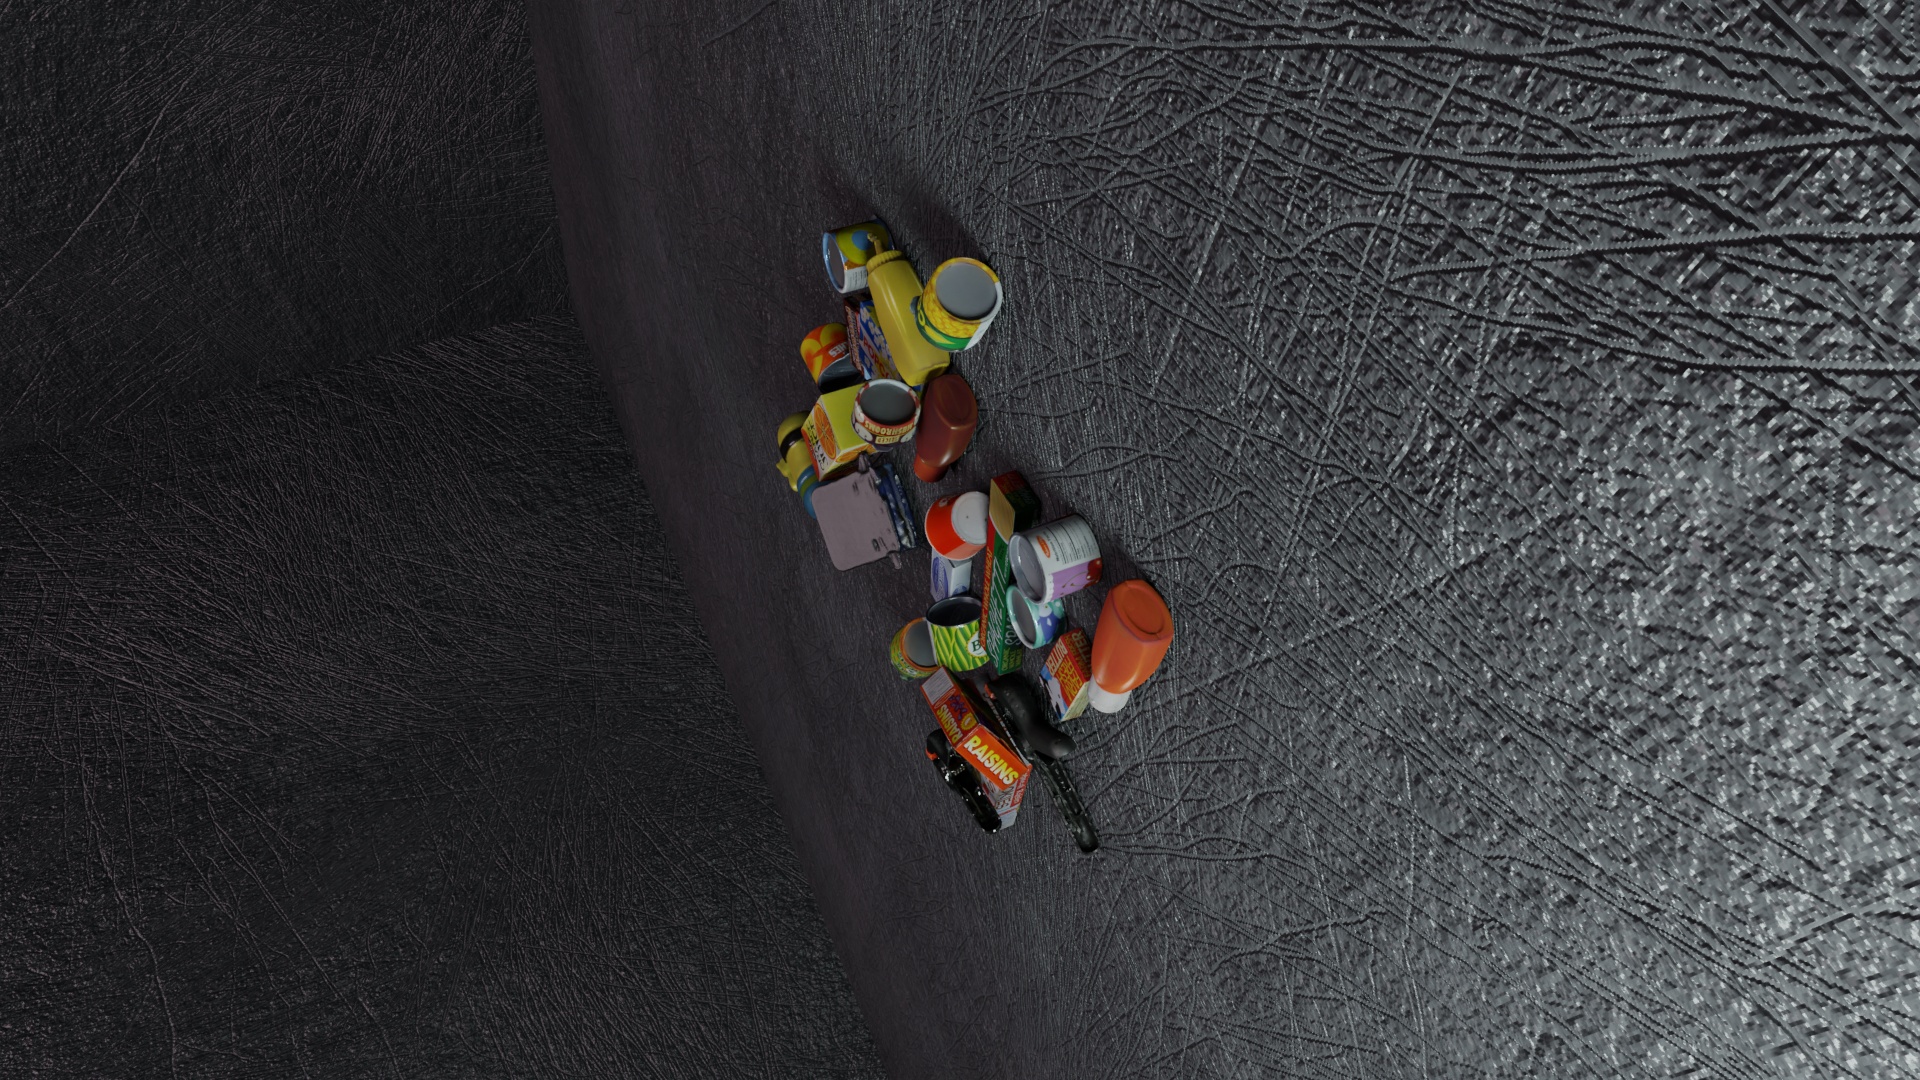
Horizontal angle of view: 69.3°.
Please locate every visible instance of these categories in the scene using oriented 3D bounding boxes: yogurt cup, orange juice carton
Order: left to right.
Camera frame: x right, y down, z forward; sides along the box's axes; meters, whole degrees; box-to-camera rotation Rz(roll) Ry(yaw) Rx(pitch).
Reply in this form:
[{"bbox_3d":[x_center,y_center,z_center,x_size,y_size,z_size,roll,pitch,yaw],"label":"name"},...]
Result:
[{"bbox_3d":[-0.140,-0.125,1.666,0.072,0.073,0.192,70,161,5],"label":"orange juice carton"},{"bbox_3d":[0.005,-0.017,1.381,0.054,0.072,0.072,-23,86,63],"label":"yogurt cup"}]

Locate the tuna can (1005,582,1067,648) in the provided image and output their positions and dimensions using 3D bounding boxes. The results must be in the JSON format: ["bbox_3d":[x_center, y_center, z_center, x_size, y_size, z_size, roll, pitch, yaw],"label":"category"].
[{"bbox_3d":[0.071,0.066,1.318,0.071,0.033,0.070,54,155,40],"label":"tuna can"}]

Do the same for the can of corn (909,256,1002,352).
[{"bbox_3d":[-0.004,-0.208,1.217,0.071,0.071,0.058,68,160,10],"label":"can of corn"}]

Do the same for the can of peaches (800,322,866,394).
[{"bbox_3d":[-0.145,-0.212,1.612,0.071,0.071,0.058,100,147,-54],"label":"can of peaches"}]

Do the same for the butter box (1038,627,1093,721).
[{"bbox_3d":[0.103,0.126,1.298,0.053,0.024,0.103,63,160,22],"label":"butter box"}]

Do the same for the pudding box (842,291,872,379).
[{"bbox_3d":[-0.104,-0.226,1.539,0.050,0.030,0.083,48,150,47],"label":"pudding box"}]

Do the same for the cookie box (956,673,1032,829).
[{"bbox_3d":[0.028,0.246,1.593,0.123,0.040,0.166,61,158,29],"label":"cookie box"}]

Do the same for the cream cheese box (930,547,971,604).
[{"bbox_3d":[-0.012,0.041,1.538,0.053,0.024,0.103,57,156,35],"label":"cream cheese box"}]

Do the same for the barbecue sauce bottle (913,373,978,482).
[{"bbox_3d":[-0.019,-0.106,1.395,0.148,0.044,0.065,114,137,-64],"label":"barbecue sauce bottle"}]

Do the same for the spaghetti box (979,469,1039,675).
[{"bbox_3d":[0.047,0.038,1.368,0.248,0.029,0.050,93,152,-47],"label":"spaghetti box"}]

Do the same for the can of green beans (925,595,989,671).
[{"bbox_3d":[0.000,0.100,1.498,0.071,0.071,0.057,39,144,57],"label":"can of green beans"}]

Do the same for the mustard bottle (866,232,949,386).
[{"bbox_3d":[-0.058,-0.235,1.374,0.160,0.049,0.065,69,161,8],"label":"mustard bottle"}]

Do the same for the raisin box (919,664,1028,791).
[{"bbox_3d":[0.014,0.194,1.445,0.086,0.040,0.124,46,-176,-31],"label":"raisin box"}]

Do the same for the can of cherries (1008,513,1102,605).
[{"bbox_3d":[0.082,0.017,1.205,0.072,0.058,0.071,53,154,40],"label":"can of cherries"}]

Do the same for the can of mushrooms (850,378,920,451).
[{"bbox_3d":[-0.074,-0.126,1.382,0.071,0.071,0.033,62,154,26],"label":"can of mushrooms"}]

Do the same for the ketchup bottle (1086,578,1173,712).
[{"bbox_3d":[0.135,0.095,1.152,0.148,0.044,0.065,101,146,-56],"label":"ketchup bottle"}]

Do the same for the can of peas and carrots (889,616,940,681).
[{"bbox_3d":[-0.047,0.129,1.649,0.071,0.071,0.058,69,160,8],"label":"can of peas and carrots"}]

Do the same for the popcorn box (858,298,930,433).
[{"bbox_3d":[-0.065,-0.184,1.457,0.127,0.038,0.084,59,159,31],"label":"popcorn box"}]

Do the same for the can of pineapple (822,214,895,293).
[{"bbox_3d":[-0.105,-0.295,1.435,0.071,0.058,0.070,54,155,41],"label":"can of pineapple"}]
